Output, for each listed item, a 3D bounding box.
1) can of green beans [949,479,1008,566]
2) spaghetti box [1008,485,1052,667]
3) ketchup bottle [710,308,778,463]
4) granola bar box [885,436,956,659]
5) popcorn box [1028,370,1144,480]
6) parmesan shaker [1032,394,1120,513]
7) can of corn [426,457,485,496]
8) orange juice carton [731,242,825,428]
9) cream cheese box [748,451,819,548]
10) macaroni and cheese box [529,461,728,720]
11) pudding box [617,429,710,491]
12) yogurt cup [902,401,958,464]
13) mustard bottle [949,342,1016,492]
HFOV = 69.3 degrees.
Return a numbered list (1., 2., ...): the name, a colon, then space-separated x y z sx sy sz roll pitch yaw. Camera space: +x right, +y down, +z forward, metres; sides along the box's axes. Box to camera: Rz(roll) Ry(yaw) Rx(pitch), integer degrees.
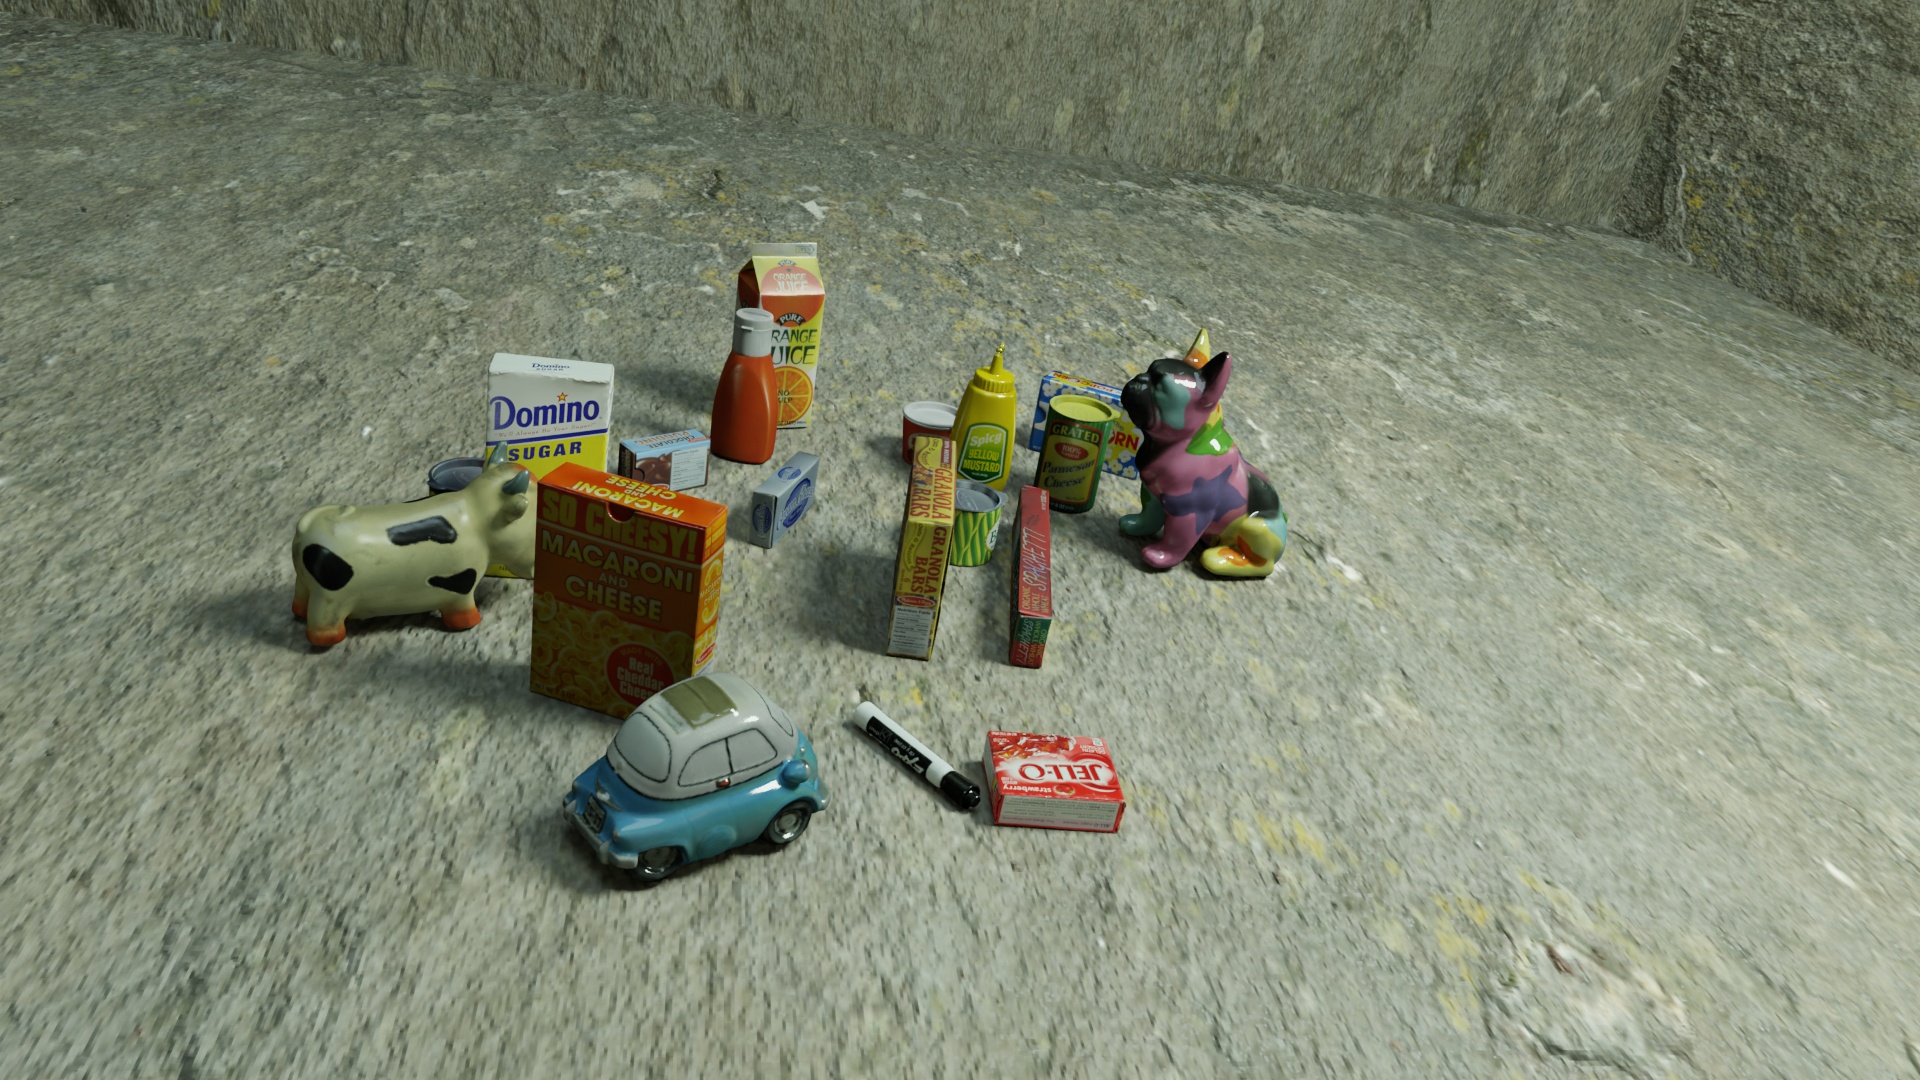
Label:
1. can of green beans: 0.002 -0.016 1.267 0.071 0.057 0.071 8 26 -4
2. spaghetti box: 0.061 0.026 1.213 0.029 0.050 0.251 9 26 -2
3. ketchup bottle: -0.208 -0.151 1.359 0.065 0.148 0.044 14 26 7
4. granola bar box: -0.030 0.003 1.144 0.039 0.123 0.166 8 26 -4
5. popcorn box: 0.145 -0.126 1.503 0.127 0.084 0.038 18 27 15
6. parmesan shaker: 0.115 -0.086 1.394 0.071 0.102 0.071 8 26 -4
7. can of corn: -0.406 -0.028 1.147 0.071 0.058 0.071 8 26 -4
8. orange juice carton: -0.192 -0.217 1.445 0.072 0.191 0.073 -5 30 -28
9. cream cheese box: -0.159 -0.038 1.258 0.024 0.053 0.104 15 27 11
10. macaroni and cheese box: -0.228 0.042 0.949 0.124 0.165 0.040 15 26 10
11. pudding box: -0.275 -0.071 1.288 0.084 0.049 0.030 -16 36 -41
12. yogurt cup: -0.030 -0.108 1.442 0.072 0.053 0.073 8 26 -4
13. mustard bottle: 0.024 -0.117 1.361 0.065 0.159 0.049 5 26 -10
